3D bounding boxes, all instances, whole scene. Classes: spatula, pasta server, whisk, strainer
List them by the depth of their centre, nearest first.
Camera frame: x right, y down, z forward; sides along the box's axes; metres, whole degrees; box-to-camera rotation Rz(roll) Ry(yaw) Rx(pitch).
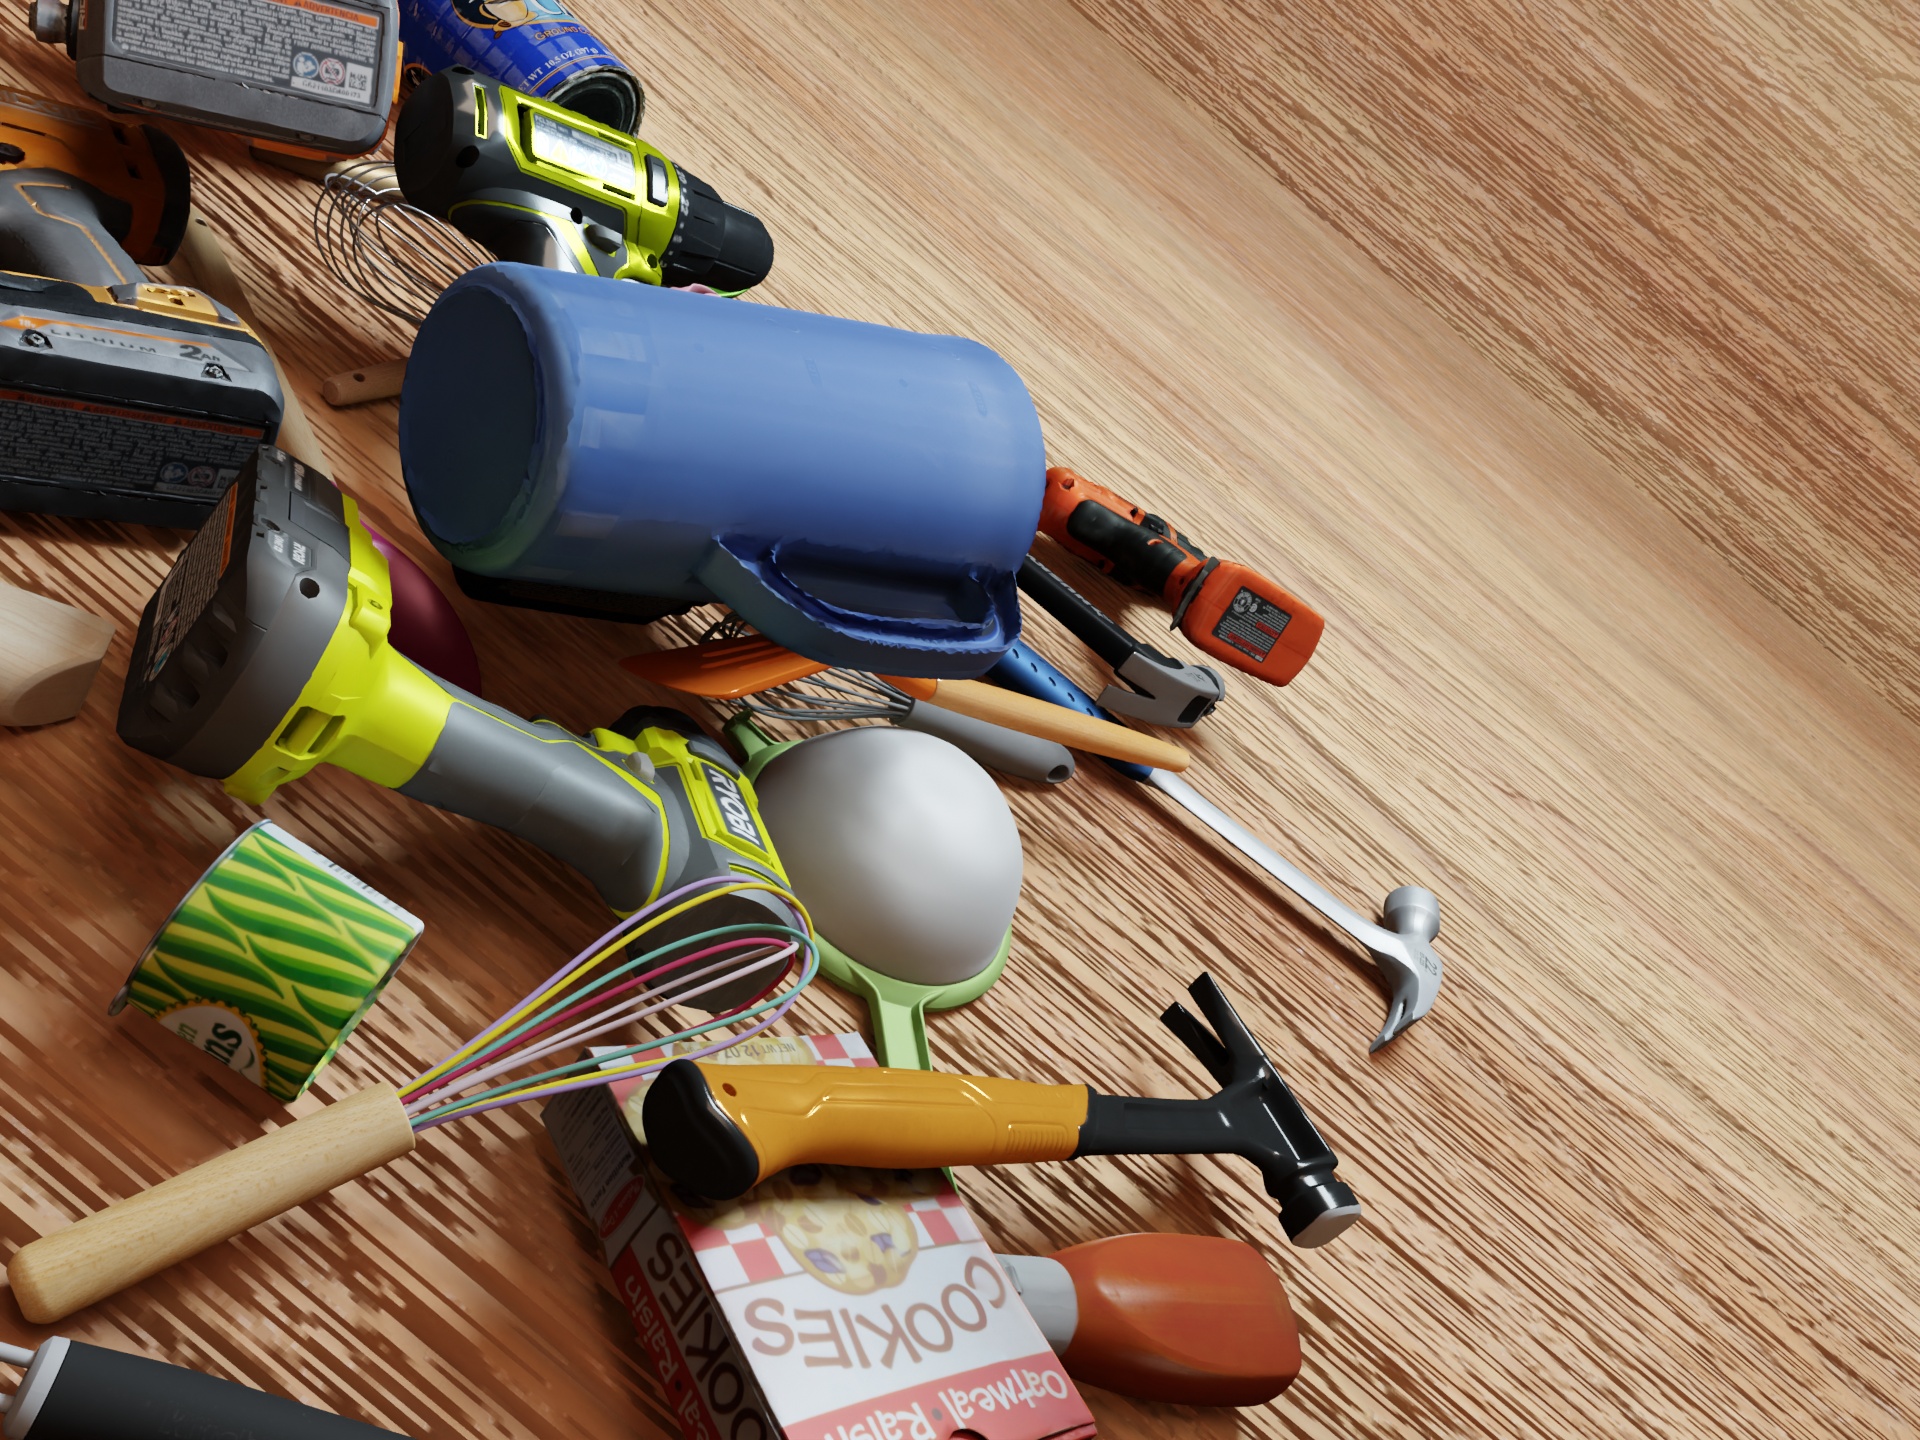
[{"bbox_3d":[-0.143,0.110,0.469,0.245,0.047,0.051,-22,47,-33],"label":"whisk"},{"bbox_3d":[-0.016,0.085,0.670,0.151,0.069,0.257,22,34,-28],"label":"strainer"},{"bbox_3d":[-0.001,-0.002,0.737,0.322,0.041,0.081,16,1,-42],"label":"spatula"},{"bbox_3d":[-0.191,-0.174,0.795,0.284,0.070,0.070,37,28,-33],"label":"whisk"},{"bbox_3d":[-0.029,-0.005,0.800,0.238,0.055,0.055,21,36,-37],"label":"whisk"},{"bbox_3d":[-0.216,-0.199,0.859,0.060,0.040,0.316,45,35,7],"label":"pasta server"}]

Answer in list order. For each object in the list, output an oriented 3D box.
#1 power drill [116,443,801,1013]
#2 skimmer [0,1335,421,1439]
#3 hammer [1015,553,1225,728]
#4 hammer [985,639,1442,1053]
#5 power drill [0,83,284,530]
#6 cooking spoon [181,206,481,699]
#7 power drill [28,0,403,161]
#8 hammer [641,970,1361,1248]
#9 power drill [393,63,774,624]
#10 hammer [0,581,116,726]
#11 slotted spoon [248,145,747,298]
[{"bbox_3d":[-0.168,0.003,0.570,0.223,0.080,0.171,34,12,-33],"label":"power drill"},{"bbox_3d":[-0.257,0.129,0.335,0.363,0.090,0.127,29,65,-23],"label":"skimmer"},{"bbox_3d":[0.009,-0.110,0.933,0.335,0.035,0.146,41,16,15],"label":"hammer"},{"bbox_3d":[0.116,0.036,0.909,0.405,0.035,0.144,37,31,-6],"label":"hammer"},{"bbox_3d":[-0.376,-0.177,0.606,0.185,0.084,0.226,2,43,-47],"label":"power drill"},{"bbox_3d":[-0.284,-0.116,0.684,0.068,0.017,0.319,2,49,-52],"label":"cooking spoon"},{"bbox_3d":[-0.341,-0.307,0.725,0.164,0.084,0.227,5,15,-24],"label":"power drill"},{"bbox_3d":[0.024,0.143,0.594,0.336,0.034,0.127,15,34,-45],"label":"hammer"},{"bbox_3d":[-0.157,-0.166,0.733,0.190,0.080,0.229,7,72,-48],"label":"power drill"},{"bbox_3d":[-0.460,-0.101,0.457,0.410,0.038,0.146,25,33,-26],"label":"hammer"},{"bbox_3d":[-0.255,-0.293,0.934,0.313,0.031,0.070,3,47,-43],"label":"slotted spoon"}]
